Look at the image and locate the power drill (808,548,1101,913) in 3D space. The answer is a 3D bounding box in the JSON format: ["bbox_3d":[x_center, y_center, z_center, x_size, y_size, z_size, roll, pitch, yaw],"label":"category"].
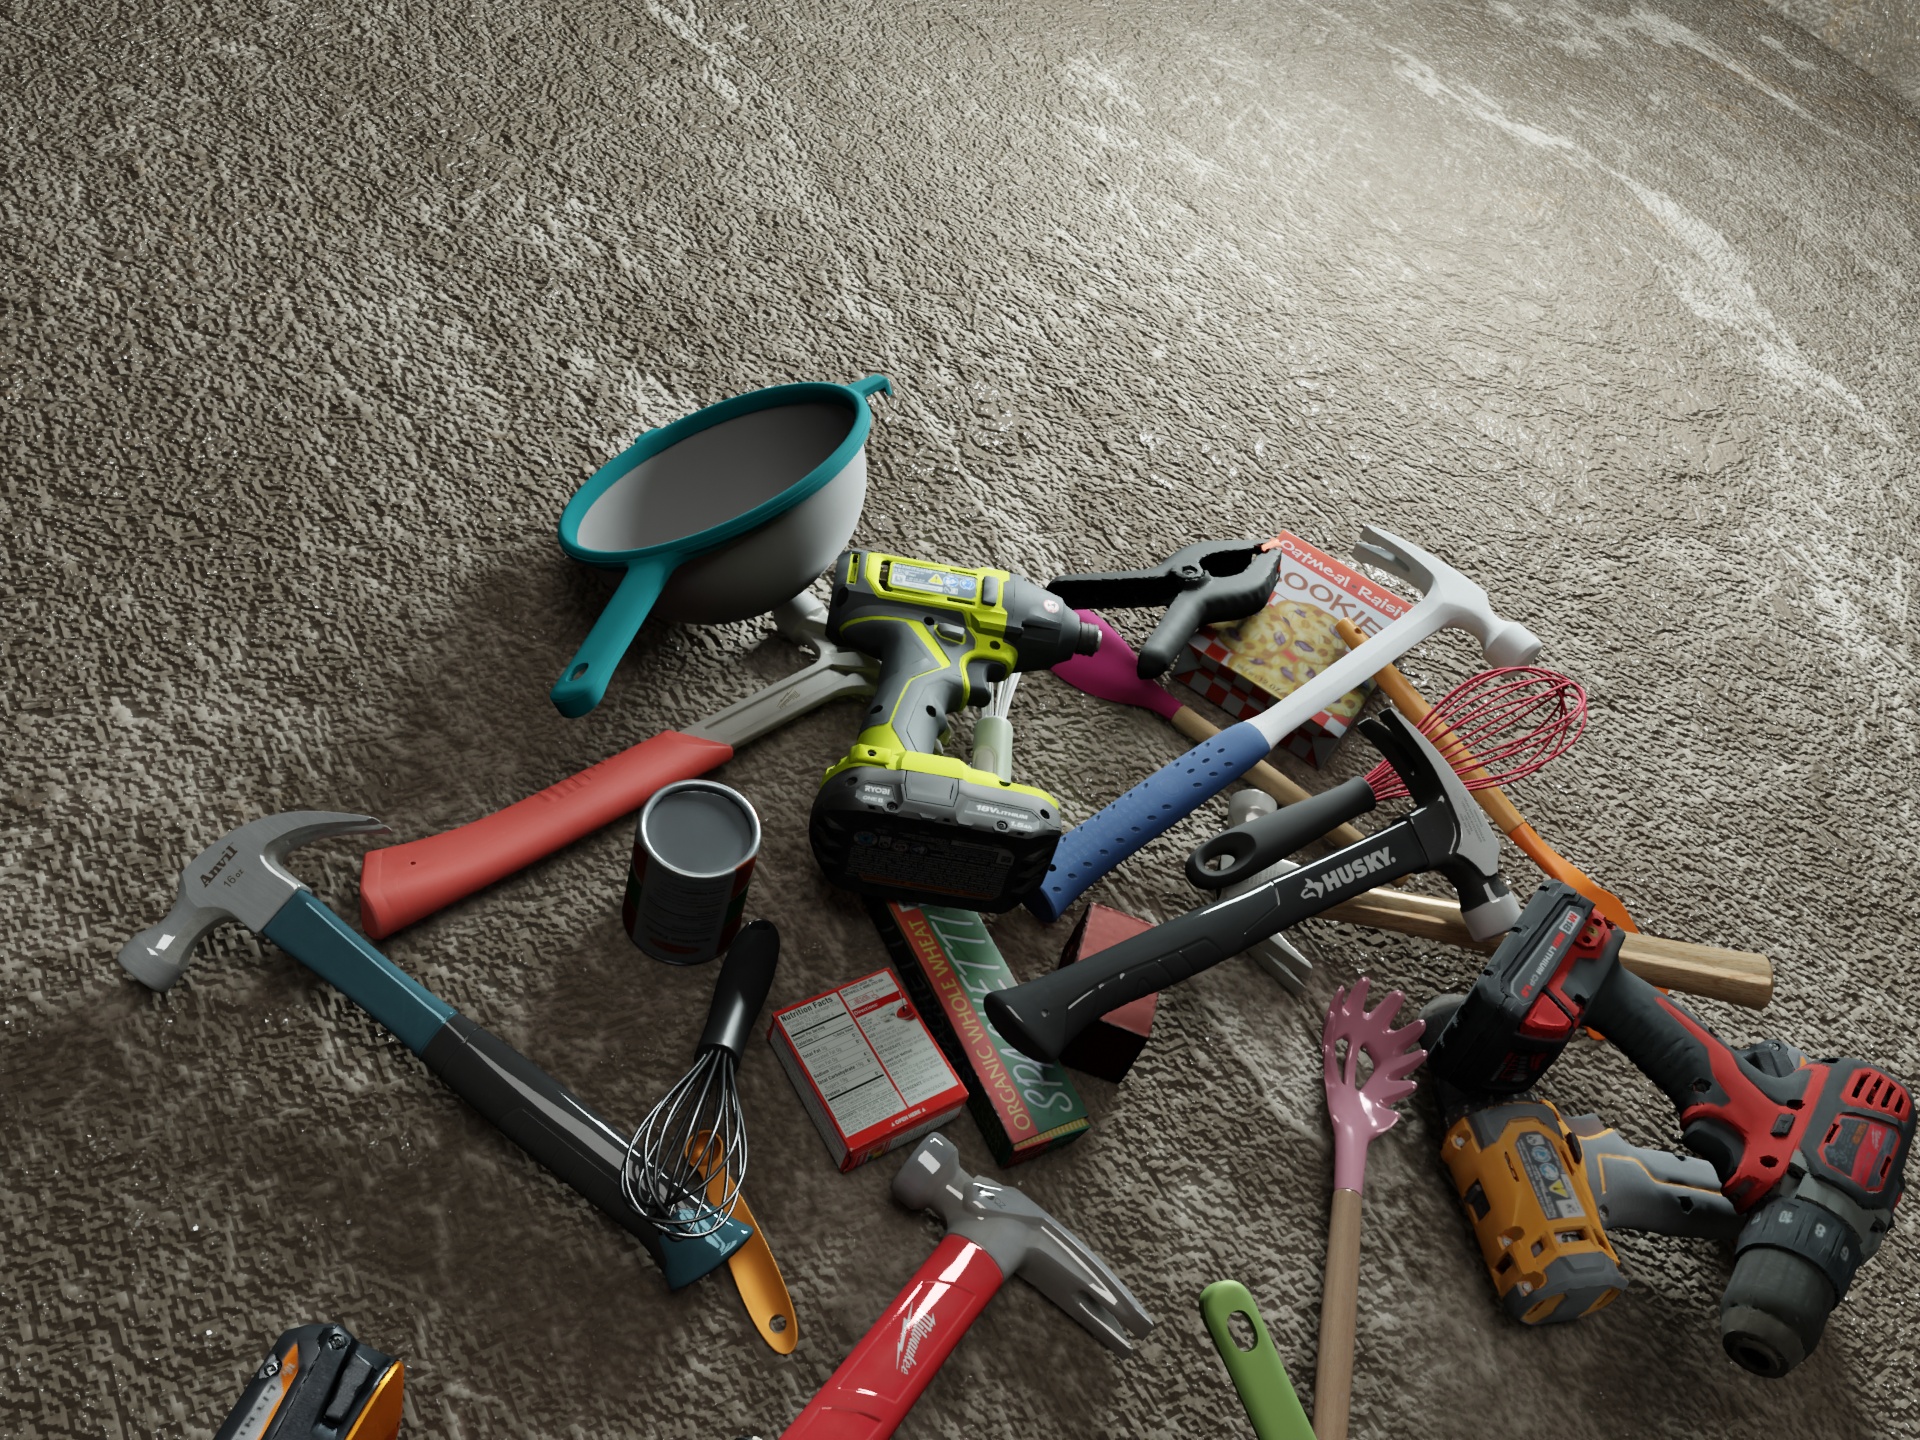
[{"bbox_3d":[-0.001,-0.003,0.939,0.171,0.080,0.223,10,48,-5],"label":"power drill"}]

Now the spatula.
[{"bbox_3d":[0.347,0.058,1.053,0.081,0.041,0.323,-20,62,-29],"label":"spatula"}]

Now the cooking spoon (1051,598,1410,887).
[{"bbox_3d":[0.167,0.010,1.071,0.319,0.017,0.069,38,50,17],"label":"cooking spoon"}]

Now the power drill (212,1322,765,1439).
[{"bbox_3d":[-0.185,0.330,0.630,0.226,0.084,0.164,26,46,0],"label":"power drill"}]

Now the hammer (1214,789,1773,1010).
[{"bbox_3d":[0.320,0.129,0.969,0.331,0.031,0.130,11,49,7],"label":"hammer"}]

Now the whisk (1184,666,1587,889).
[{"bbox_3d":[0.267,0.037,0.992,0.296,0.073,0.073,-24,59,-14],"label":"whisk"}]

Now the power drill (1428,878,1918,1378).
[{"bbox_3d":[0.364,0.207,0.824,0.227,0.080,0.188,33,51,20],"label":"power drill"}]

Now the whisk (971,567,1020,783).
[{"bbox_3d":[0.021,-0.002,1.017,0.059,0.058,0.247,44,37,-39],"label":"whisk"}]

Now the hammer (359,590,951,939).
[{"bbox_3d":[-0.176,0.036,0.925,0.359,0.036,0.149,-29,63,-36],"label":"hammer"}]

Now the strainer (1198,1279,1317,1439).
[{"bbox_3d":[0.158,0.368,0.685,0.151,0.069,0.256,-19,73,-19],"label":"strainer"}]

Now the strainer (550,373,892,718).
[{"bbox_3d":[-0.155,-0.086,0.970,0.211,0.095,0.341,-8,36,22],"label":"strainer"}]

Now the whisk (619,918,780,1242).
[{"bbox_3d":[-0.116,0.166,0.782,0.055,0.055,0.239,16,26,-4],"label":"whisk"}]

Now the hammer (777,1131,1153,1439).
[{"bbox_3d":[-0.051,0.315,0.640,0.143,0.038,0.386,37,31,13],"label":"hammer"}]

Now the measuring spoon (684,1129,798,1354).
[{"bbox_3d":[-0.105,0.252,0.772,0.021,0.011,0.117,-26,62,-9],"label":"measuring spoon"}]

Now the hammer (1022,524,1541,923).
[{"bbox_3d":[0.193,0.002,1.023,0.405,0.035,0.144,-32,64,-25],"label":"hammer"}]

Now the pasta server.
[{"bbox_3d":[0.203,0.267,0.826,0.060,0.040,0.316,23,43,-2],"label":"pasta server"}]

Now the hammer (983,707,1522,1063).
[{"bbox_3d":[0.160,0.103,0.880,0.334,0.035,0.146,-19,80,-25],"label":"hammer"}]

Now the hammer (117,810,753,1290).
[{"bbox_3d":[-0.243,0.162,0.771,0.331,0.033,0.128,35,76,8],"label":"hammer"}]

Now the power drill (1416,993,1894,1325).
[{"bbox_3d":[0.377,0.234,0.901,0.226,0.084,0.186,-2,48,-14],"label":"power drill"}]
